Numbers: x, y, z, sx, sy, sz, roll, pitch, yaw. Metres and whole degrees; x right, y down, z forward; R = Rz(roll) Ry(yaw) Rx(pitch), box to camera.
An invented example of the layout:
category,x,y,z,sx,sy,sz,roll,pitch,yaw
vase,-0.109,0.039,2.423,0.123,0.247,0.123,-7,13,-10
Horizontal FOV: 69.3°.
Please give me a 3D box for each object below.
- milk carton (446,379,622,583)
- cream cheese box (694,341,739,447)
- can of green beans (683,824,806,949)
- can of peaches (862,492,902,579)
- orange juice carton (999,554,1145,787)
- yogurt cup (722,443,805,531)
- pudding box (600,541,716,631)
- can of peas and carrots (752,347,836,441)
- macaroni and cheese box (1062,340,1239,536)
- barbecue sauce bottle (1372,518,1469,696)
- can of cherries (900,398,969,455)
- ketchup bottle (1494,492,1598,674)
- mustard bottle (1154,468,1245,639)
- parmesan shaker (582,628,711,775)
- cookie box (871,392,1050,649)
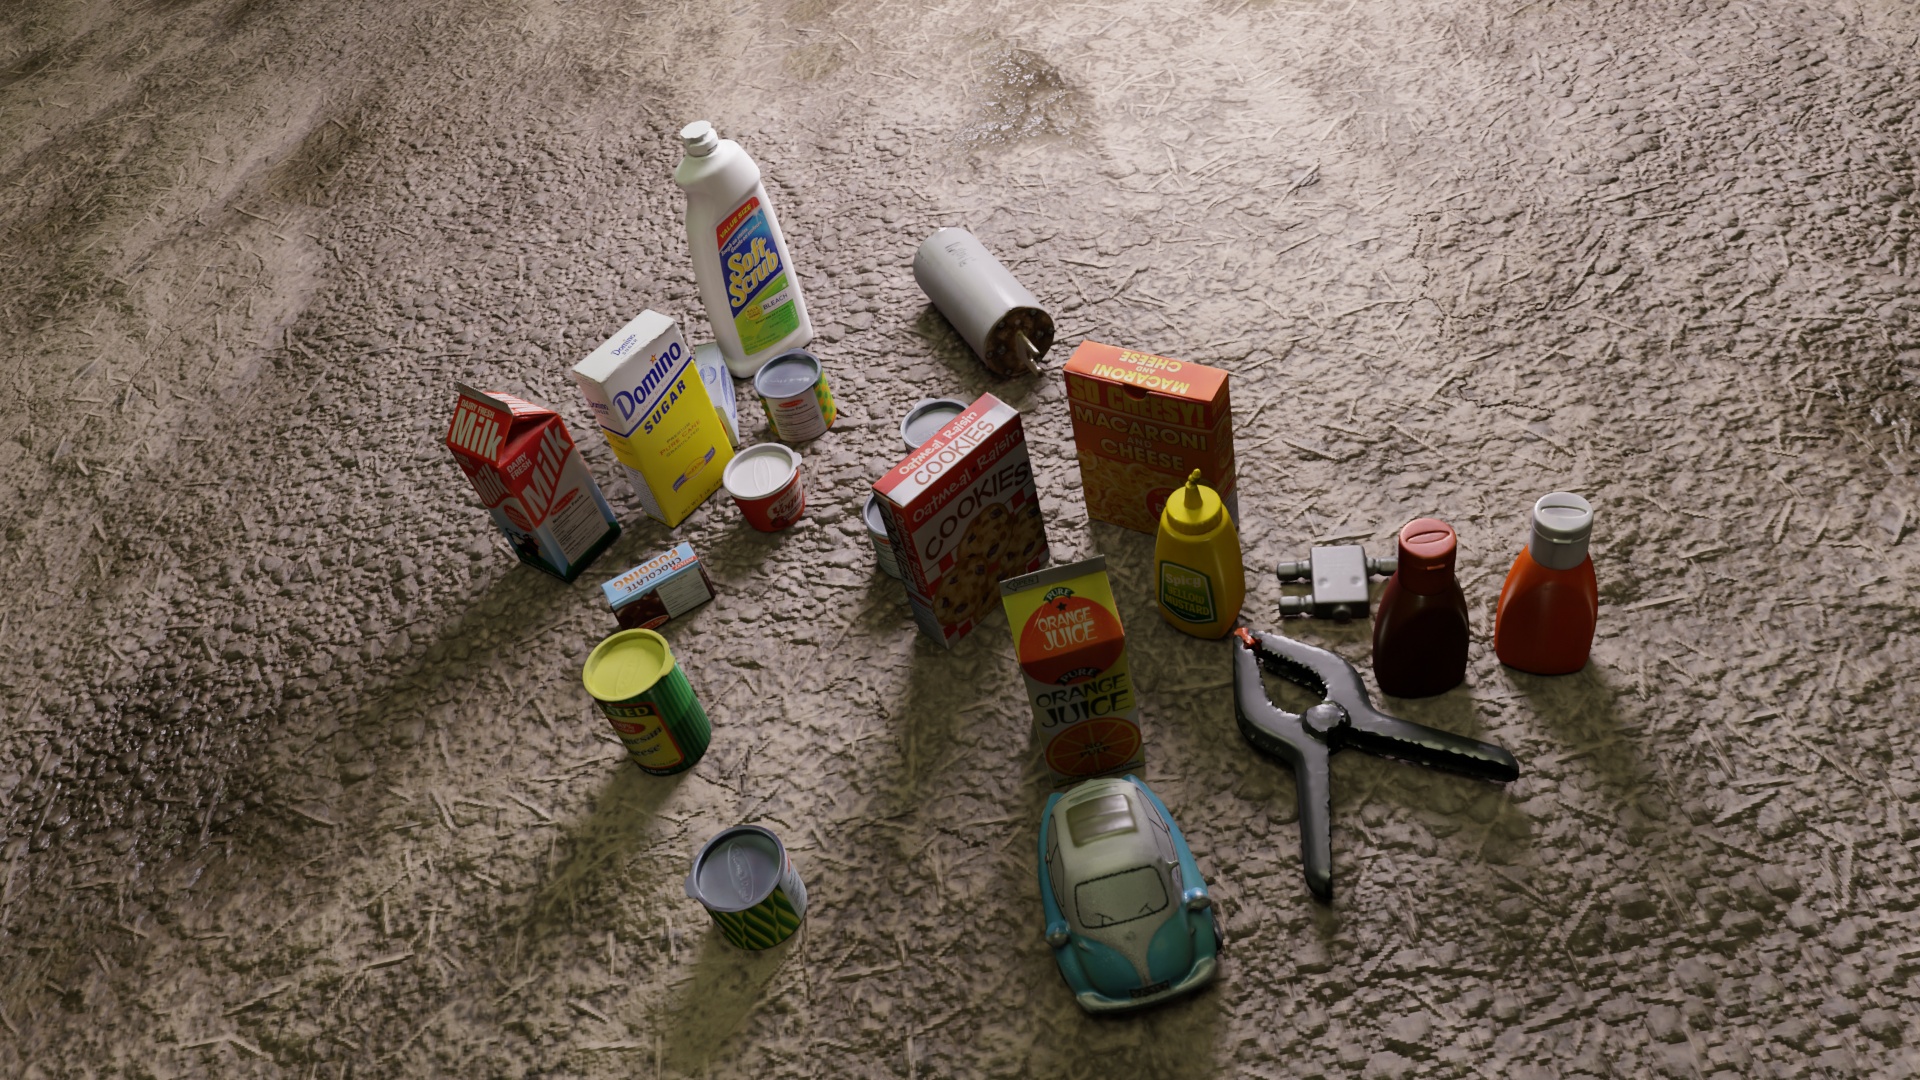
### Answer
category,x,y,z,sx,sy,sz,roll,pitch,yaw
milk carton,-0.374,-0.058,1.202,0.072,0.189,0.074,21,56,30
cream cheese box,-0.235,-0.140,1.338,0.024,0.053,0.104,-15,46,1
can of green beans,-0.145,0.239,0.955,0.071,0.057,0.071,-7,46,8
can of peaches,-0.042,-0.011,1.163,0.071,0.057,0.071,-7,46,8
orange juice carton,0.076,0.081,0.952,0.072,0.191,0.073,-14,46,1
yogurt cup,-0.171,-0.045,1.232,0.072,0.053,0.073,-7,46,8
pudding box,-0.255,0.043,1.174,0.084,0.049,0.030,-29,47,-12
can of peas and carrots,-0.155,-0.137,1.311,0.071,0.058,0.071,-7,46,8
macaroni and cheese box,0.152,-0.071,1.094,0.124,0.165,0.040,17,54,28
barbecue sauce bottle,0.317,0.048,0.952,0.065,0.147,0.044,-10,46,6
can of cherries,-0.015,-0.084,1.224,0.071,0.058,0.072,-7,46,8
ketchup bottle,0.402,0.031,0.945,0.065,0.148,0.044,5,49,19
mustard bottle,0.173,0.007,1.020,0.065,0.159,0.049,17,54,28
parmesan shaker,-0.233,0.125,1.054,0.071,0.102,0.072,-7,46,8
cookie box,0.004,-0.014,1.078,0.123,0.166,0.040,-41,51,-23
